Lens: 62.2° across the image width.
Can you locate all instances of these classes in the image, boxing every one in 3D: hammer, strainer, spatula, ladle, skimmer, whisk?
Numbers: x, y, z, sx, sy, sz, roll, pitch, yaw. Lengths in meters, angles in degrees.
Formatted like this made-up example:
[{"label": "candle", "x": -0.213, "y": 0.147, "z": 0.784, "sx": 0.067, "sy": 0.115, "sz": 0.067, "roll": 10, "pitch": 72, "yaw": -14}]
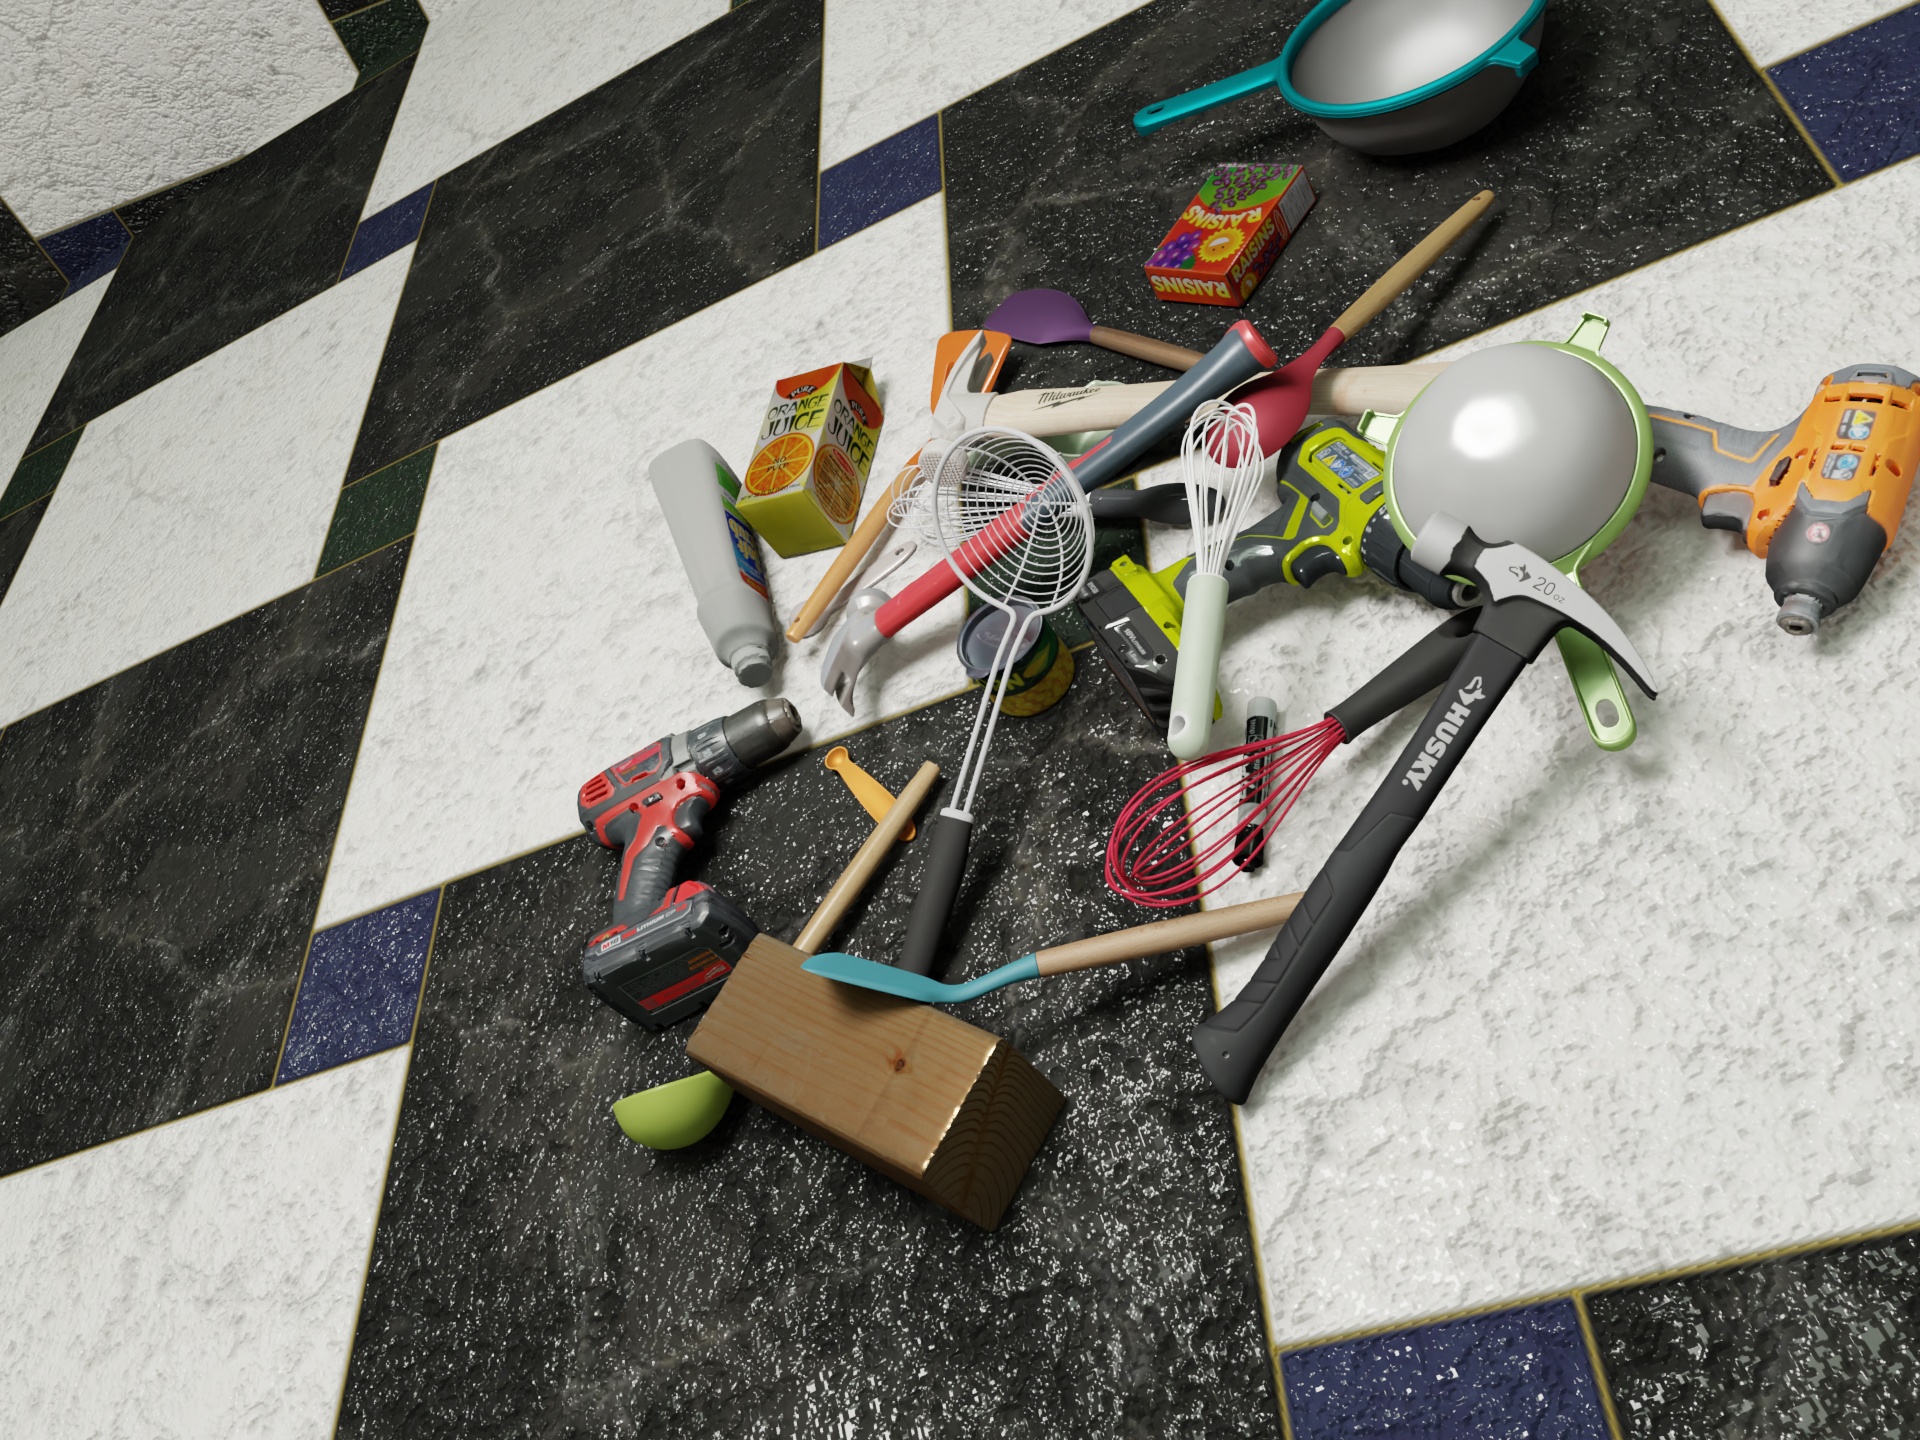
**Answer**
[{"label": "hammer", "x": 0.231, "y": 0.063, "z": 0.857, "sx": 0.146, "sy": 0.035, "sz": 0.335, "roll": 34, "pitch": 97, "yaw": 21}, {"label": "strainer", "x": 0.317, "y": -0.107, "z": 0.880, "sx": 0.151, "sy": 0.069, "sz": 0.257, "roll": -22, "pitch": 66, "yaw": 24}, {"label": "spatula", "x": -0.057, "y": -0.195, "z": 1.307, "sx": 0.081, "sy": 0.041, "sz": 0.323, "roll": 13, "pitch": 60, "yaw": 39}, {"label": "ladle", "x": 0.279, "y": -0.282, "z": 1.109, "sx": 0.315, "sy": 0.031, "sz": 0.069, "roll": -43, "pitch": 44, "yaw": -20}, {"label": "spatula", "x": 0.129, "y": -0.311, "z": 1.298, "sx": 0.060, "sy": 0.018, "sz": 0.316, "roll": -49, "pitch": 44, "yaw": -9}, {"label": "skimmer", "x": -0.002, "y": -0.003, "z": 1.018, "sx": 0.127, "sy": 0.090, "sz": 0.363, "roll": 11, "pitch": 82, "yaw": 36}, {"label": "spatula", "x": 0.068, "y": 0.127, "z": 0.928, "sx": 0.317, "sy": 0.082, "sz": 0.044, "roll": -13, "pitch": 86, "yaw": 5}, {"label": "hammer", "x": 0.175, "y": -0.239, "z": 1.156, "sx": 0.411, "sy": 0.038, "sz": 0.146, "roll": 1, "pitch": 52, "yaw": 24}, {"label": "whisk", "x": 0.066, "y": -0.163, "z": 1.202, "sx": 0.285, "sy": 0.070, "sz": 0.070, "roll": 5, "pitch": 60, "yaw": 32}, {"label": "strainer", "x": 0.308, "y": -0.501, "z": 1.274, "sx": 0.340, "sy": 0.095, "sz": 0.211, "roll": -8, "pitch": 50, "yaw": 32}, {"label": "whisk", "x": 0.207, "y": 0.015, "z": 0.943, "sx": 0.296, "sy": 0.073, "sz": 0.073, "roll": -33, "pitch": 43, "yaw": -10}, {"label": "ladle", "x": -0.116, "y": 0.150, "z": 1.071, "sx": 0.062, "sy": 0.078, "sz": 0.320, "roll": 34, "pitch": 72, "yaw": 4}, {"label": "whisk", "x": 0.151, "y": -0.089, "z": 0.959, "sx": 0.058, "sy": 0.059, "sz": 0.246, "roll": -22, "pitch": 51, "yaw": 52}, {"label": "hammer", "x": 0.053, "y": -0.141, "z": 1.110, "sx": 0.386, "sy": 0.038, "sz": 0.143, "roll": -35, "pitch": 22, "yaw": 25}]

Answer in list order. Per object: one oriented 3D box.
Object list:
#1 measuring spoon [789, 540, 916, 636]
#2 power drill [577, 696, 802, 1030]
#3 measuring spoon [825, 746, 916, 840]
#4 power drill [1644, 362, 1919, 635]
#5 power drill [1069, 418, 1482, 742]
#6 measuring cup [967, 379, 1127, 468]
[{"label": "measuring spoon", "x": -0.090, "y": -0.112, "z": 1.287, "sx": 0.124, "sy": 0.018, "sz": 0.034, "roll": -35, "pitch": 44, "yaw": 4}, {"label": "power drill", "x": -0.192, "y": 0.091, "z": 1.160, "sx": 0.188, "sy": 0.080, "sz": 0.227, "roll": -27, "pitch": 43, "yaw": 13}, {"label": "measuring spoon", "x": -0.064, "y": 0.054, "z": 1.148, "sx": 0.021, "sy": 0.011, "sz": 0.117, "roll": -44, "pitch": 48, "yaw": -3}, {"label": "power drill", "x": 0.417, "y": -0.132, "z": 0.920, "sx": 0.227, "sy": 0.084, "sz": 0.164, "roll": 13, "pitch": 67, "yaw": 36}, {"label": "power drill", "x": 0.203, "y": -0.086, "z": 1.016, "sx": 0.228, "sy": 0.080, "sz": 0.191, "roll": -32, "pitch": 39, "yaw": 1}, {"label": "measuring cup", "x": 0.069, "y": -0.212, "z": 1.248, "sx": 0.167, "sy": 0.038, "sz": 0.083, "roll": -13, "pitch": 50, "yaw": 28}]
